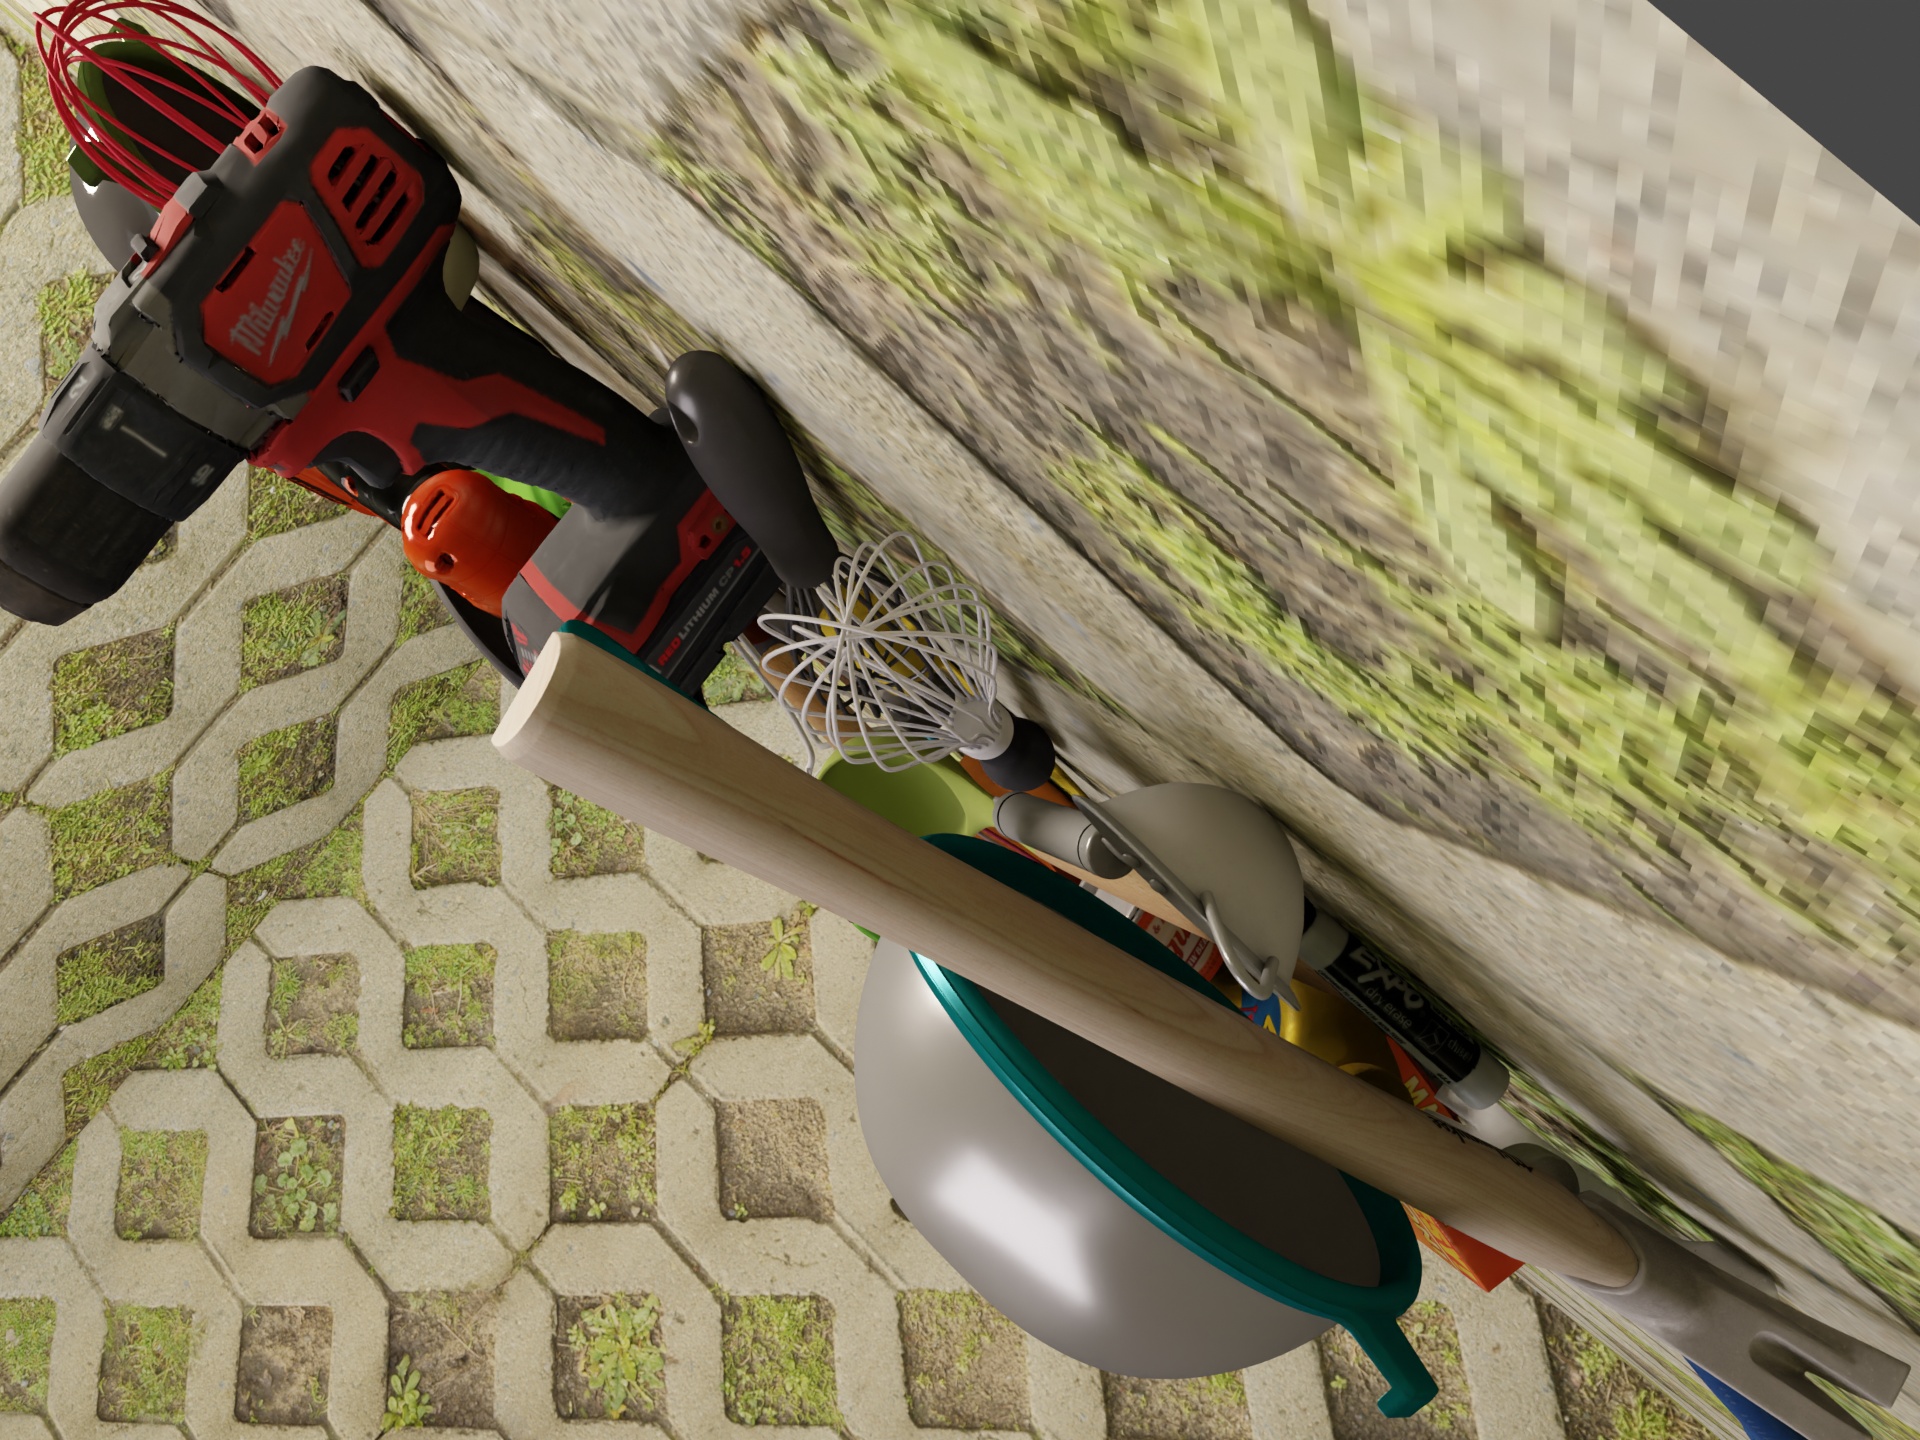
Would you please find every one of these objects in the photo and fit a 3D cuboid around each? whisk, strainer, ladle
[{"bbox_3d":[-0.050,-0.052,0.530,0.055,0.055,0.238,38,171,20],"label":"whisk"},{"bbox_3d":[-0.254,-0.202,0.675,0.073,0.073,0.295,37,-178,31],"label":"whisk"},{"bbox_3d":[0.051,0.040,0.512,0.086,0.050,0.258,45,171,-14],"label":"strainer"},{"bbox_3d":[-0.015,0.046,0.819,0.245,0.047,0.051,45,178,15],"label":"whisk"},{"bbox_3d":[0.045,0.067,0.670,0.320,0.062,0.078,21,146,49],"label":"ladle"},{"bbox_3d":[0.001,-0.002,0.556,0.070,0.070,0.284,38,-179,16],"label":"whisk"},{"bbox_3d":[-0.012,0.101,0.520,0.340,0.095,0.211,36,-168,-3],"label":"strainer"},{"bbox_3d":[-0.306,-0.198,0.747,0.256,0.069,0.152,38,-158,-42],"label":"strainer"}]

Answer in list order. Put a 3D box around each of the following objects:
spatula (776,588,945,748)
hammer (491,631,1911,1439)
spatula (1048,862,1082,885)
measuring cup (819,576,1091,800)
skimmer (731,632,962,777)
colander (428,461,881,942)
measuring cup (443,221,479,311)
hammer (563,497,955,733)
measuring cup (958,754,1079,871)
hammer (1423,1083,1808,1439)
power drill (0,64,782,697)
[{"bbox_3d":[-0.078,-0.019,1.103,0.317,0.044,0.082,45,177,-41],"label":"spatula"},{"bbox_3d":[0.072,0.090,0.419,0.410,0.038,0.146,30,177,-23],"label":"hammer"},{"bbox_3d":[0.115,0.119,0.899,0.081,0.041,0.322,50,-179,23],"label":"spatula"},{"bbox_3d":[-0.001,-0.002,0.705,0.156,0.029,0.062,43,175,-15],"label":"measuring cup"},{"bbox_3d":[-0.116,-0.059,0.988,0.363,0.090,0.127,50,138,3],"label":"skimmer"},{"bbox_3d":[-0.137,-0.028,0.888,0.396,0.094,0.205,47,-166,-17],"label":"colander"},{"bbox_3d":[-0.185,-0.165,0.625,0.167,0.038,0.083,26,177,-29],"label":"measuring cup"},{"bbox_3d":[-0.143,-0.093,0.692,0.149,0.037,0.358,36,-178,39],"label":"hammer"},{"bbox_3d":[0.043,0.066,0.912,0.095,0.052,0.173,38,177,25],"label":"measuring cup"},{"bbox_3d":[0.321,0.267,0.705,0.144,0.035,0.405,35,173,47],"label":"hammer"},{"bbox_3d":[-0.183,-0.073,0.535,0.226,0.188,0.080,38,180,-44],"label":"power drill"}]
